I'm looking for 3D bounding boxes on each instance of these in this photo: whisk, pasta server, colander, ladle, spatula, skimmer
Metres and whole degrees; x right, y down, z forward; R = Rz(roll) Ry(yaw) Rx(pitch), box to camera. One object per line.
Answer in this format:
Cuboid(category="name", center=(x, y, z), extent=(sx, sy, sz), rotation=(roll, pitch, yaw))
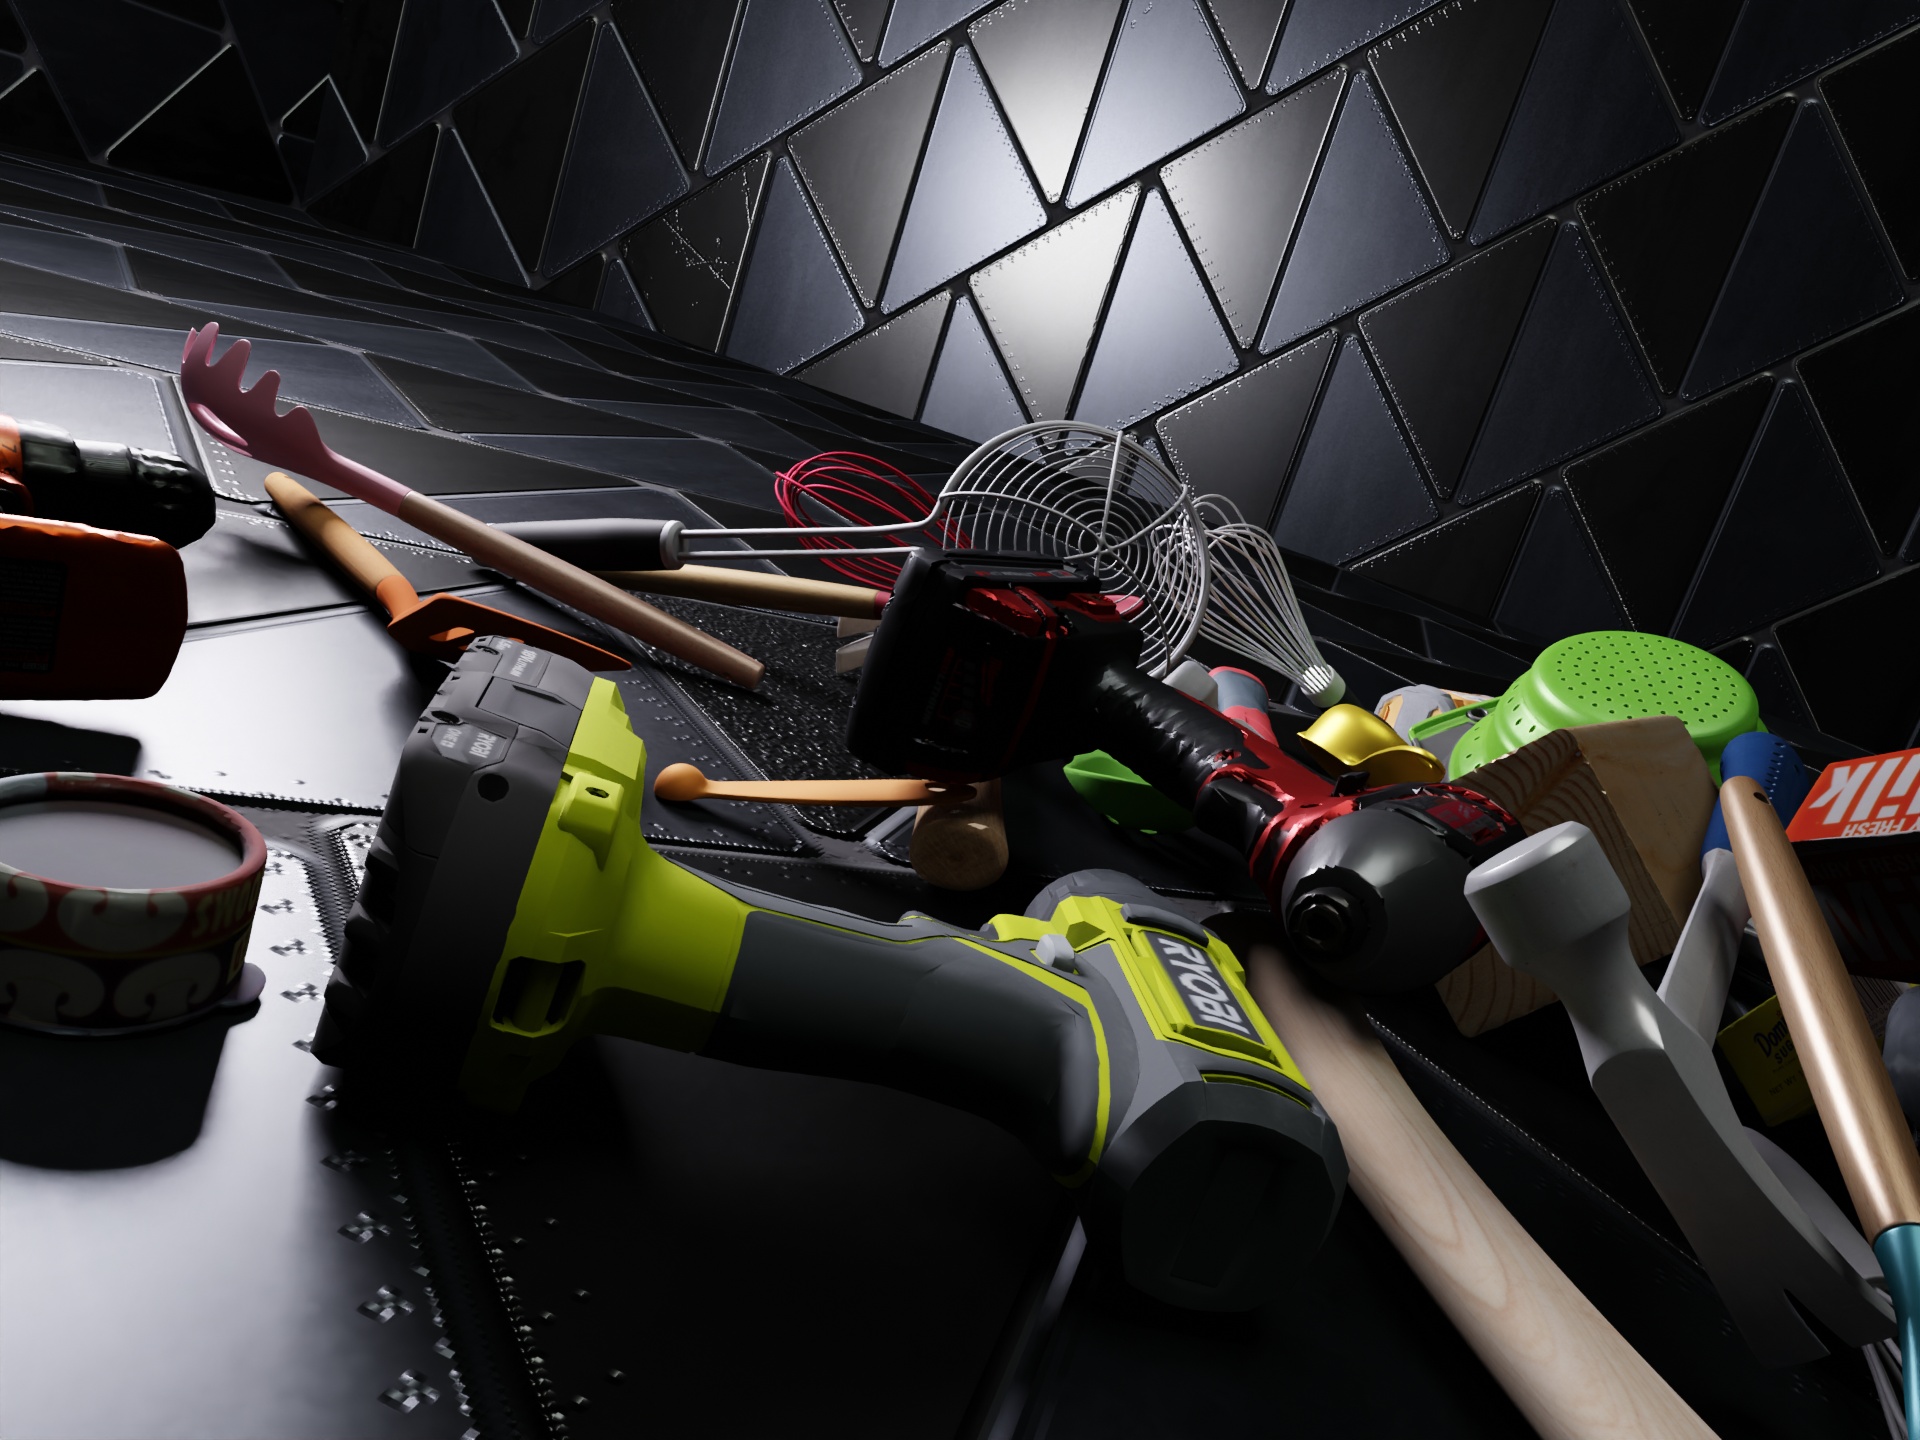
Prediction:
Cuboid(category="whisk", center=(0.248, 0.158, 0.424), extent=(0.055, 0.055, 0.239), rotation=(19, 9, 1))
Cuboid(category="whisk", center=(0.020, -0.076, 0.955), extent=(0.295, 0.073, 0.073), rotation=(29, 11, -12))
Cuboid(category="whisk", center=(0.198, -0.037, 0.930), extent=(0.284, 0.070, 0.070), rotation=(39, -3, -41))
Cuboid(category="pasta server", center=(-0.232, -0.095, 0.749), extent=(0.316, 0.040, 0.060), rotation=(26, -26, 2))
Cuboid(category="colander", center=(0.386, 0.057, 0.779), extent=(0.204, 0.094, 0.398), rotation=(-15, 36, -20))
Cuboid(category="ladle", center=(-0.066, -0.061, 0.792), extent=(0.315, 0.031, 0.069), rotation=(8, 19, 16))
Cuboid(category="spatula", center=(-0.248, -0.071, 0.687), extent=(0.081, 0.041, 0.323), rotation=(22, 6, -43))
Cuboid(category="spatula", center=(0.223, 0.097, 0.370), extent=(0.082, 0.044, 0.318), rotation=(26, 33, -4))
Cuboid(category="skimmer", center=(-0.068, -0.075, 0.751), extent=(0.363, 0.127, 0.090), rotation=(3, -7, 27))

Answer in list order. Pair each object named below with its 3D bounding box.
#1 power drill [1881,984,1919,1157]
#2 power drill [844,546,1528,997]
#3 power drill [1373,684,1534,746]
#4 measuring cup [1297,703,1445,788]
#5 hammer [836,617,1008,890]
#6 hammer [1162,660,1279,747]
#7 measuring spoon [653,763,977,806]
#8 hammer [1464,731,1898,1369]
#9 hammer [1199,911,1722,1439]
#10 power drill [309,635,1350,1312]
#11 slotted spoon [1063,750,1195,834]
Cuboid(category="power drill", center=(0.410, 0.128, 0.480), extent=(0.188, 0.080, 0.226), rotation=(-2, -17, 45))
Cuboid(category="power drill", center=(0.076, 0.019, 0.540), extent=(0.220, 0.078, 0.143), rotation=(29, 19, 27))
Cuboid(category="power drill", center=(0.405, 0.038, 1.032), extent=(0.185, 0.084, 0.226), rotation=(6, 14, -45))
Cuboid(category="measuring cup", center=(0.185, 0.013, 0.674), extent=(0.062, 0.029, 0.156), rotation=(42, -3, 3))
Cuboid(category="hammer", center=(-0.001, -0.002, 0.720), extent=(0.130, 0.031, 0.331), rotation=(4, 18, 0))
Cuboid(category="hammer", center=(0.160, 0.020, 0.824), extent=(0.143, 0.038, 0.386), rotation=(45, 11, 3))
Cuboid(category="measuring spoon", center=(-0.052, 0.022, 0.574), extent=(0.117, 0.011, 0.021), rotation=(1, 19, -2))
Cuboid(category="hammer", center=(0.263, 0.064, 0.540), extent=(0.405, 0.035, 0.144), rotation=(-18, 77, -59))
Cuboid(category="hammer", center=(0.124, 0.139, 0.361), extent=(0.146, 0.038, 0.411), rotation=(13, 14, -16))
Cuboid(category="power drill", center=(-0.030, 0.057, 0.406), extent=(0.223, 0.080, 0.171), rotation=(19, 14, -13))
Cuboid(category="slotted spoon", center=(0.051, 0.000, 0.828), extent=(0.070, 0.031, 0.314), rotation=(14, 13, -19))
